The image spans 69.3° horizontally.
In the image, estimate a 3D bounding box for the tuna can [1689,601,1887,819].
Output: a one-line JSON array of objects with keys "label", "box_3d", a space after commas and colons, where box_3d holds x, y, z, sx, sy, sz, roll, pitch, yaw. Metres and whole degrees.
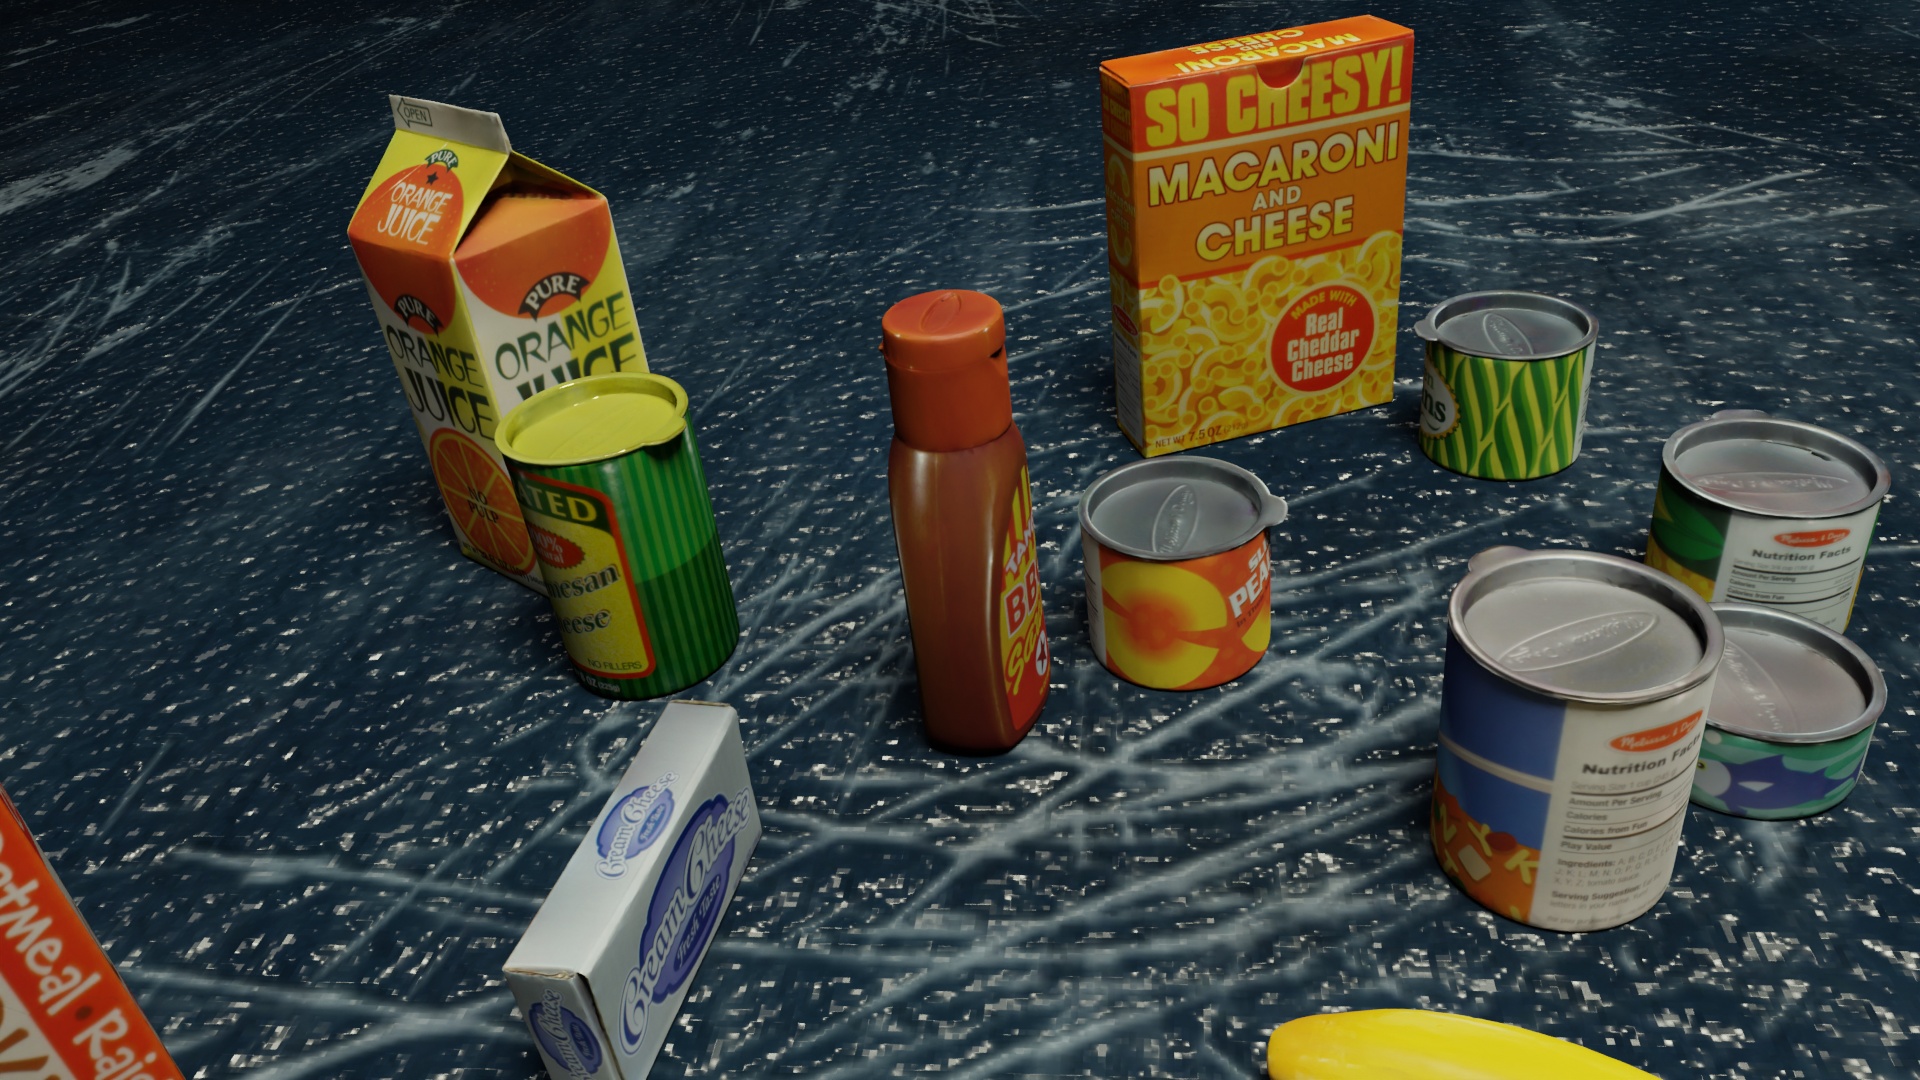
[{"label": "tuna can", "box_3d": [0.236, 0.051, 0.421, 0.071, 0.032, 0.071, -5, 33, 3]}]

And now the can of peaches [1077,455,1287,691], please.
[{"label": "can of peaches", "box_3d": [0.079, 0.011, 0.490, 0.071, 0.057, 0.071, -5, 33, 3]}]

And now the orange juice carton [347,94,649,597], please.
[{"label": "orange juice carton", "box_3d": [-0.179, -0.080, 0.558, 0.072, 0.191, 0.073, 19, 41, 35]}]

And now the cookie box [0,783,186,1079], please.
[{"label": "cookie box", "box_3d": [-0.219, 0.097, 0.314, 0.123, 0.166, 0.040, 22, 43, 38]}]

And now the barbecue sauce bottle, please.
[{"label": "barbecue sauce bottle", "box_3d": [0.002, -0.006, 0.448, 0.043, 0.147, 0.065, 3, 34, 15]}]

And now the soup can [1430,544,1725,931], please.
[{"label": "soup can", "box_3d": [0.165, 0.053, 0.384, 0.071, 0.083, 0.072, -5, 32, 3]}]

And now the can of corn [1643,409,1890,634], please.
[{"label": "can of corn", "box_3d": [0.271, -0.003, 0.475, 0.071, 0.058, 0.071, -5, 33, 3]}]

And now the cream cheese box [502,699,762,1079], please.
[{"label": "cream cheese box", "box_3d": [-0.087, 0.098, 0.391, 0.024, 0.053, 0.104, 2, 34, 15]}]

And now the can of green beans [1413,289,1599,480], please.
[{"label": "can of green beans", "box_3d": [0.227, -0.065, 0.581, 0.071, 0.057, 0.071, -5, 33, 3]}]

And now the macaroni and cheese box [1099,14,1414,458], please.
[{"label": "macaroni and cheese box", "box_3d": [0.127, -0.127, 0.596, 0.124, 0.165, 0.040, -14, 33, -10]}]

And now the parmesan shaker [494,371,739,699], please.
[{"label": "parmesan shaker", "box_3d": [-0.120, 0.000, 0.505, 0.071, 0.102, 0.072, -5, 32, 3]}]
